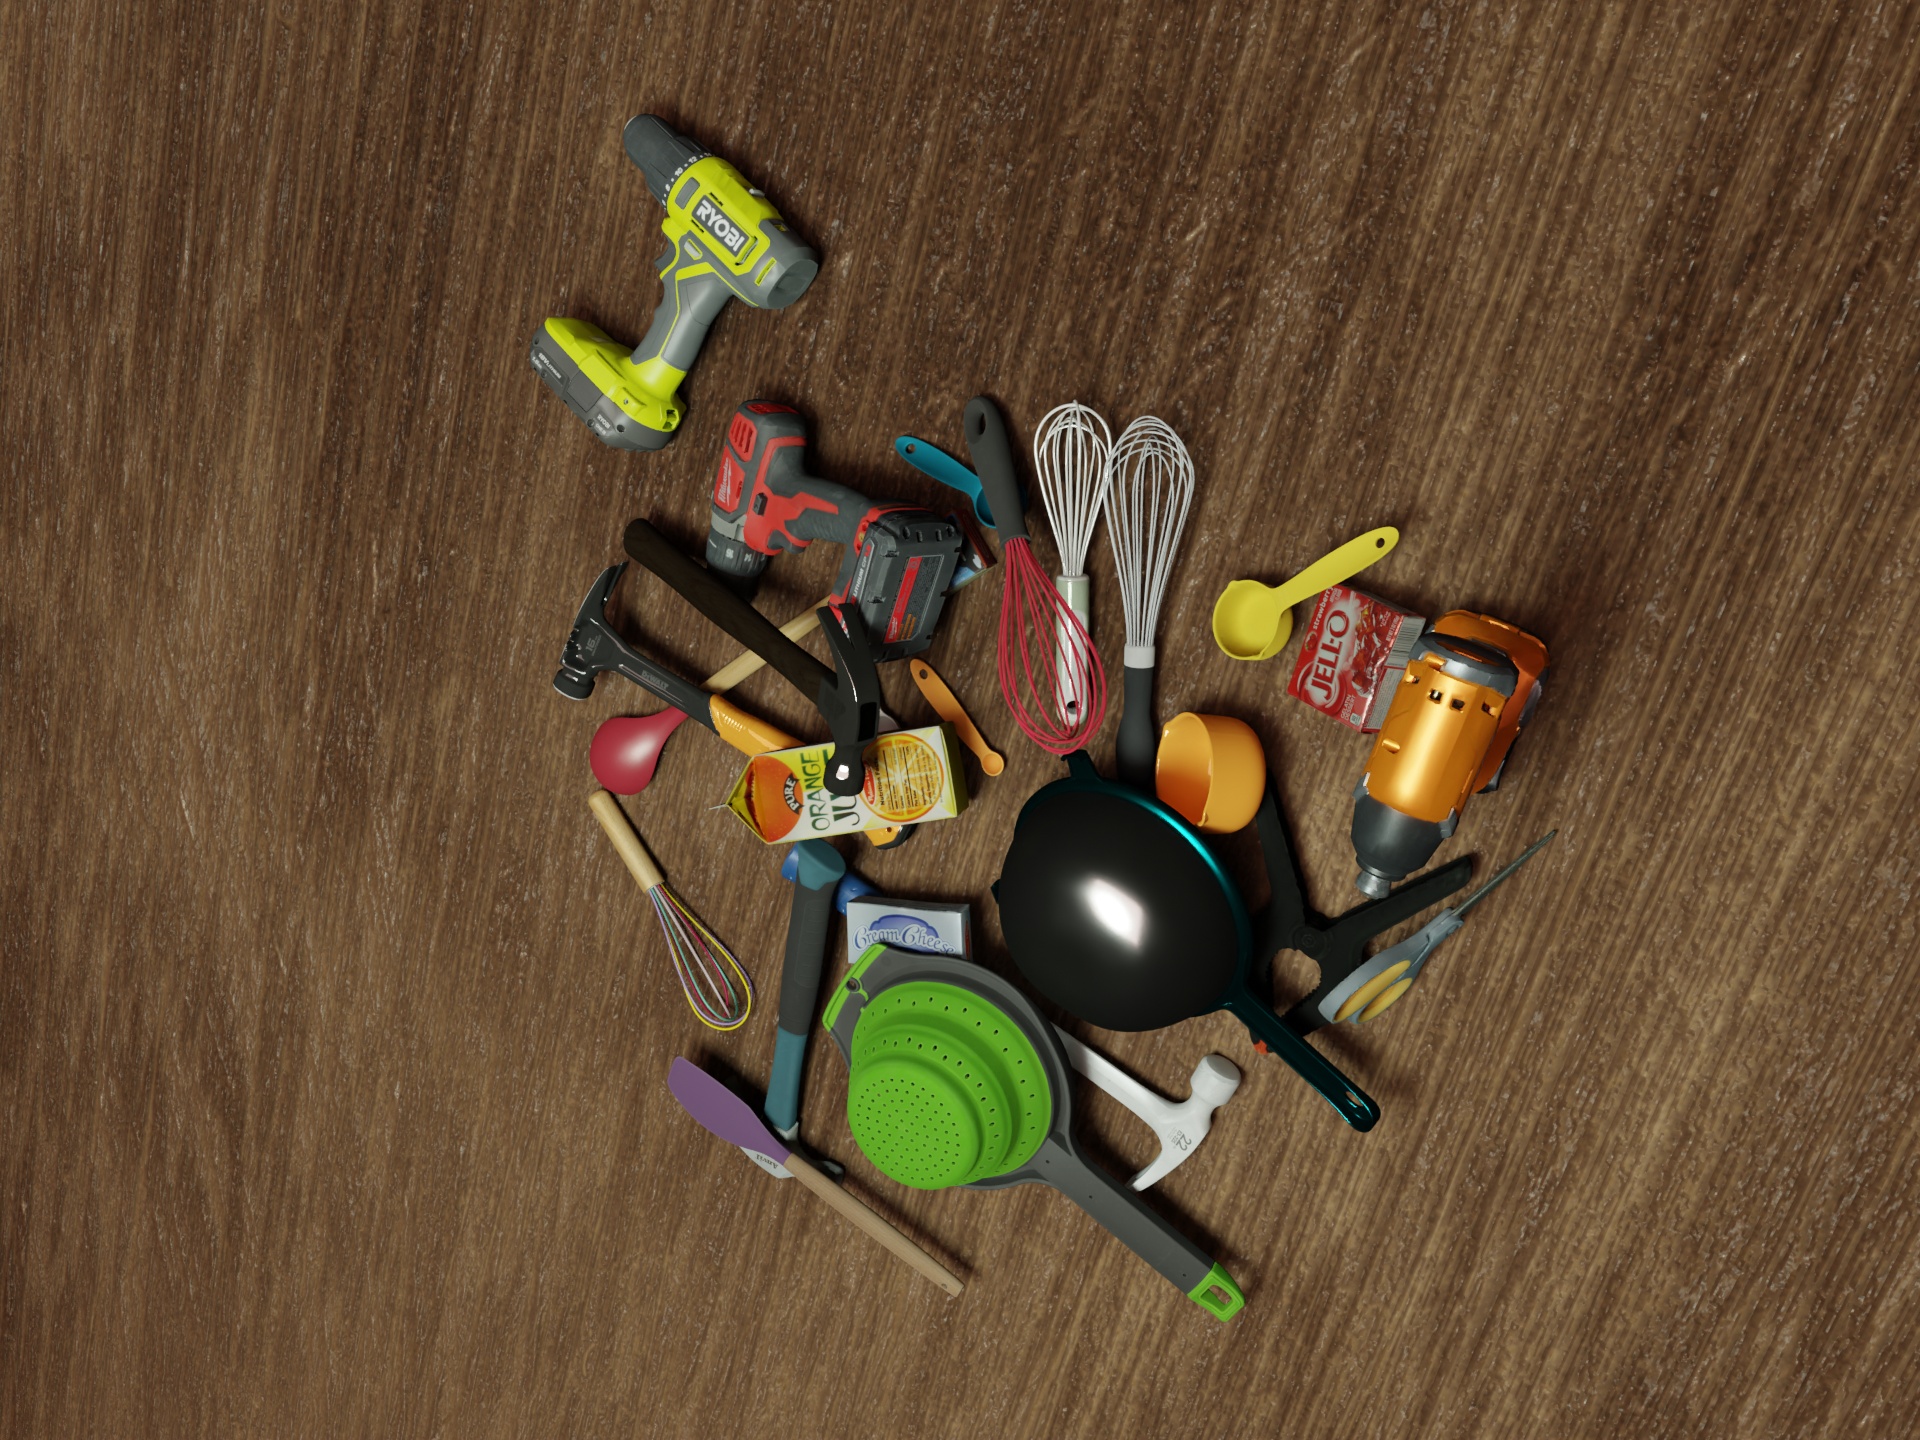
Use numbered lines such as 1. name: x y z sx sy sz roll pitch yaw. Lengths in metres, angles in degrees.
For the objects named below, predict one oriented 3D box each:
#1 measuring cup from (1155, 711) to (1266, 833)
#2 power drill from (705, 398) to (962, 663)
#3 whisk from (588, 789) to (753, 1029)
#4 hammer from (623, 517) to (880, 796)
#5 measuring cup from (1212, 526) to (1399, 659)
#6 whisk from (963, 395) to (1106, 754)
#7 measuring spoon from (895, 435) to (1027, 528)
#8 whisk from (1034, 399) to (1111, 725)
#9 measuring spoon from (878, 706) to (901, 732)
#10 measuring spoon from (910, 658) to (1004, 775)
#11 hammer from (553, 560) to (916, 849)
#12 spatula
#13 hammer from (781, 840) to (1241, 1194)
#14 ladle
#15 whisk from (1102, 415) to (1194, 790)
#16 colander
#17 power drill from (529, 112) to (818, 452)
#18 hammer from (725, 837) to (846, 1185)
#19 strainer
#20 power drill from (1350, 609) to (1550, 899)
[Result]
1. measuring cup: 0.172 0.068 1.177 0.173 0.052 0.095 110 155 -43
2. power drill: -0.119 -0.126 1.244 0.227 0.080 0.187 36 120 33
3. whisk: -0.263 0.168 1.407 0.047 0.051 0.245 -40 79 32
4. hammer: -0.169 -0.078 1.235 0.332 0.031 0.130 38 128 38
5. measuring cup: 0.245 -0.091 1.108 0.156 0.029 0.062 -31 65 37
6. whisk: 0.044 -0.112 1.157 0.073 0.073 0.296 -25 65 27
7. measuring spoon: 0.001 -0.186 1.231 0.129 0.021 0.042 34 93 25
8. whisk: 0.084 -0.115 1.188 0.058 0.059 0.246 -2 105 -2
9. measuring spoon: -0.074 -0.031 1.298 0.034 0.018 0.124 -20 84 27
10. measuring spoon: -0.002 -0.004 1.271 0.021 0.011 0.117 -45 77 29
11. hammer: -0.180 0.000 1.318 0.337 0.034 0.127 31 112 9
12. spatula: -0.128 0.393 1.363 0.316 0.018 0.059 32 125 15
13. hammer: 0.021 0.226 1.289 0.406 0.035 0.144 33 112 16
14. ladle: -0.211 -0.025 1.355 0.315 0.031 0.069 -33 87 25
15. whisk: 0.133 -0.080 1.169 0.070 0.070 0.284 9 109 23
16. colander: 0.043 0.342 1.220 0.397 0.094 0.204 38 121 9
17. power drill: -0.244 -0.350 1.279 0.190 0.080 0.228 46 112 10
18. hammer: -0.138 0.249 1.346 0.128 0.033 0.330 21 117 21
19. strainer: 0.147 0.193 1.145 0.340 0.095 0.210 41 139 15
20. power drill: 0.304 0.017 1.008 0.084 0.226 0.164 24 109 19
